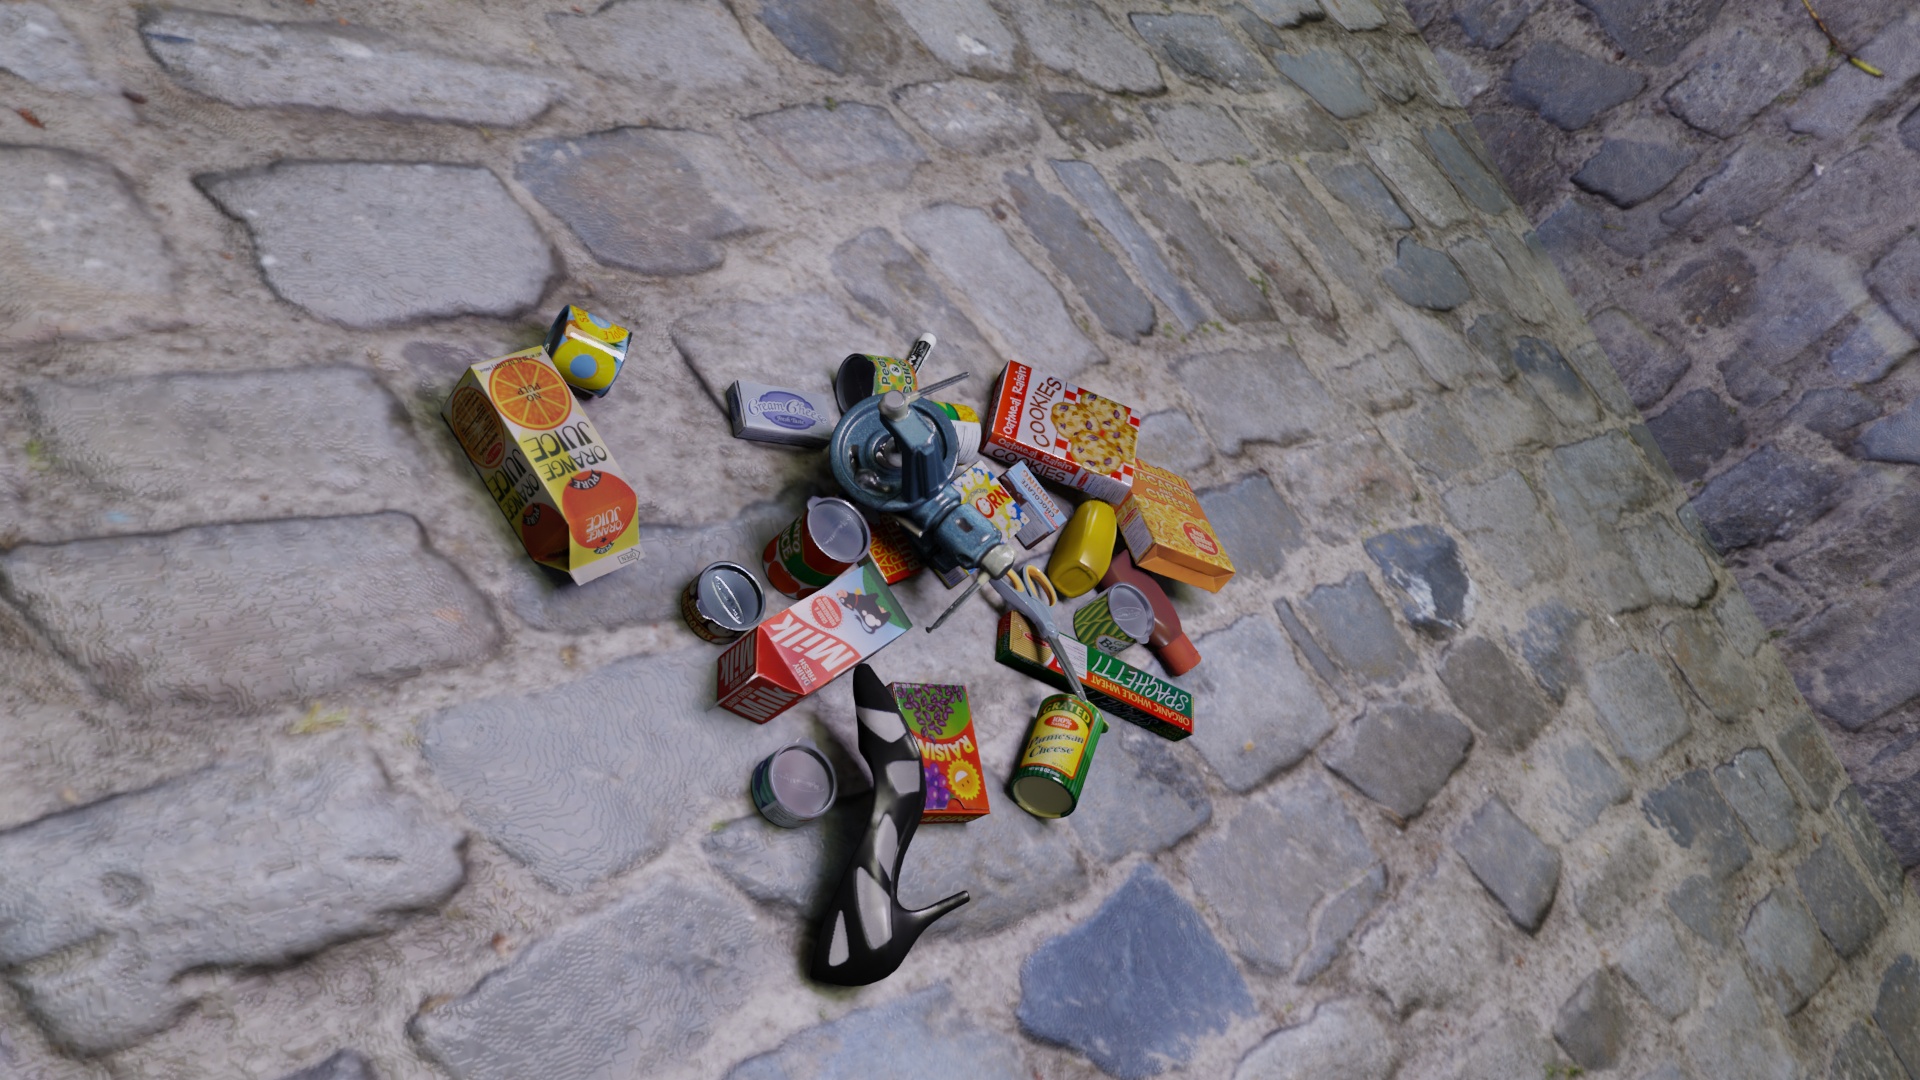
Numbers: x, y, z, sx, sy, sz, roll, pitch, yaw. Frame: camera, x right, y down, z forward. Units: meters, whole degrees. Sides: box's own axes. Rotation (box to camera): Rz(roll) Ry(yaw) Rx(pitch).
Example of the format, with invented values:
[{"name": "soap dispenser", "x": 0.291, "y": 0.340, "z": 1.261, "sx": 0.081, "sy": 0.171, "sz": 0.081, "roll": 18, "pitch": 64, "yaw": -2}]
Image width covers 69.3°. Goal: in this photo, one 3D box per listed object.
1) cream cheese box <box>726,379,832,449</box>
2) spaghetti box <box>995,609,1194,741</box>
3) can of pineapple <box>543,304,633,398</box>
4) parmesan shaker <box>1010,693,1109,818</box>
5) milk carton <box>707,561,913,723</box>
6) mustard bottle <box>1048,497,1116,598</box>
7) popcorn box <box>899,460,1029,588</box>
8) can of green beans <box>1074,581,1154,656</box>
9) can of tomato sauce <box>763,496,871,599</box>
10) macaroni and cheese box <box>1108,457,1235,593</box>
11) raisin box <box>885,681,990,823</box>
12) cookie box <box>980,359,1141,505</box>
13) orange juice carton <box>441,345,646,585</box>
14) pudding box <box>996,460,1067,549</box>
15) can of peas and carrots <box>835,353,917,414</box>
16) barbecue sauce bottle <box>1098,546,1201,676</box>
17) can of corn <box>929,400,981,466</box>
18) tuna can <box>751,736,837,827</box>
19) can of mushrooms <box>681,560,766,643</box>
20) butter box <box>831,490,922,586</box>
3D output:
[{"name": "cream cheese box", "x": -0.174, "y": -0.122, "z": 1.352, "sx": 0.104, "sy": 0.024, "sz": 0.053, "roll": 6, "pitch": 60, "yaw": -38}, {"name": "spaghetti box", "x": 0.144, "y": 0.144, "z": 1.448, "sx": 0.250, "sy": 0.028, "sz": 0.050, "roll": 26, "pitch": 49, "yaw": -25}, {"name": "can of pineapple", "x": -0.329, "y": -0.167, "z": 1.218, "sx": 0.058, "sy": 0.070, "sz": 0.071, "roll": 23, "pitch": 51, "yaw": -28}, {"name": "parmesan shaker", "x": 0.096, "y": 0.208, "z": 1.336, "sx": 0.071, "sy": 0.071, "sz": 0.103, "roll": 40, "pitch": 44, "yaw": -14}, {"name": "milk carton", "x": -0.136, "y": 0.095, "z": 1.208, "sx": 0.191, "sy": 0.072, "sz": 0.073, "roll": -30, "pitch": 85, "yaw": -47}, {"name": "mustard bottle", "x": 0.141, "y": -0.004, "z": 1.520, "sx": 0.049, "sy": 0.065, "sz": 0.161, "roll": 43, "pitch": 39, "yaw": -14}, {"name": "popcorn box", "x": 0.005, "y": -0.018, "z": 1.428, "sx": 0.085, "sy": 0.038, "sz": 0.127, "roll": 50, "pitch": 43, "yaw": -1}, {"name": "can of green beans", "x": 0.164, "y": 0.086, "z": 1.482, "sx": 0.071, "sy": 0.057, "sz": 0.071, "roll": 22, "pitch": 51, "yaw": -29}, {"name": "can of tomato sauce", "x": -0.133, "y": 0.007, "z": 1.261, "sx": 0.071, "sy": 0.082, "sz": 0.071, "roll": 22, "pitch": 51, "yaw": -29}, {"name": "macaroni and cheese box", "x": 0.232, "y": -0.024, "z": 1.589, "sx": 0.124, "sy": 0.040, "sz": 0.167, "roll": 19, "pitch": 34, "yaw": -31}, {"name": "raisin box", "x": -0.026, "y": 0.193, "z": 1.263, "sx": 0.086, "sy": 0.040, "sz": 0.124, "roll": 9, "pitch": 59, "yaw": -38}, {"name": "cookie box", "x": 0.114, "y": -0.121, "z": 1.555, "sx": 0.167, "sy": 0.040, "sz": 0.123, "roll": 21, "pitch": 48, "yaw": -8}, {"name": "orange juice carton", "x": -0.335, "y": -0.055, "z": 1.136, "sx": 0.072, "sy": 0.072, "sz": 0.192, "roll": -29, "pitch": 84, "yaw": -47}, {"name": "pudding box", "x": 0.068, "y": -0.038, "z": 1.487, "sx": 0.083, "sy": 0.049, "sz": 0.030, "roll": 52, "pitch": 41, "yaw": -1}, {"name": "can of peas and carrots", "x": -0.084, "y": -0.158, "z": 1.419, "sx": 0.059, "sy": 0.070, "sz": 0.071, "roll": 1, "pitch": 63, "yaw": -41}, {"name": "barbecue sauce bottle", "x": 0.210, "y": 0.081, "z": 1.536, "sx": 0.148, "sy": 0.043, "sz": 0.065, "roll": 54, "pitch": 37, "yaw": 1}, {"name": "can of corn", "x": -0.022, "y": -0.113, "z": 1.449, "sx": 0.058, "sy": 0.071, "sz": 0.071, "roll": 3, "pitch": 62, "yaw": -40}, {"name": "tuna can", "x": -0.139, "y": 0.203, "z": 1.165, "sx": 0.071, "sy": 0.032, "sz": 0.071, "roll": 21, "pitch": 51, "yaw": -29}, {"name": "can of mushrooms", "x": -0.207, "y": 0.055, "z": 1.203, "sx": 0.071, "sy": 0.033, "sz": 0.071, "roll": 22, "pitch": 52, "yaw": -30}, {"name": "butter box", "x": -0.084, "y": -0.004, "z": 1.353, "sx": 0.053, "sy": 0.024, "sz": 0.103, "roll": -23, "pitch": 79, "yaw": -46}]
